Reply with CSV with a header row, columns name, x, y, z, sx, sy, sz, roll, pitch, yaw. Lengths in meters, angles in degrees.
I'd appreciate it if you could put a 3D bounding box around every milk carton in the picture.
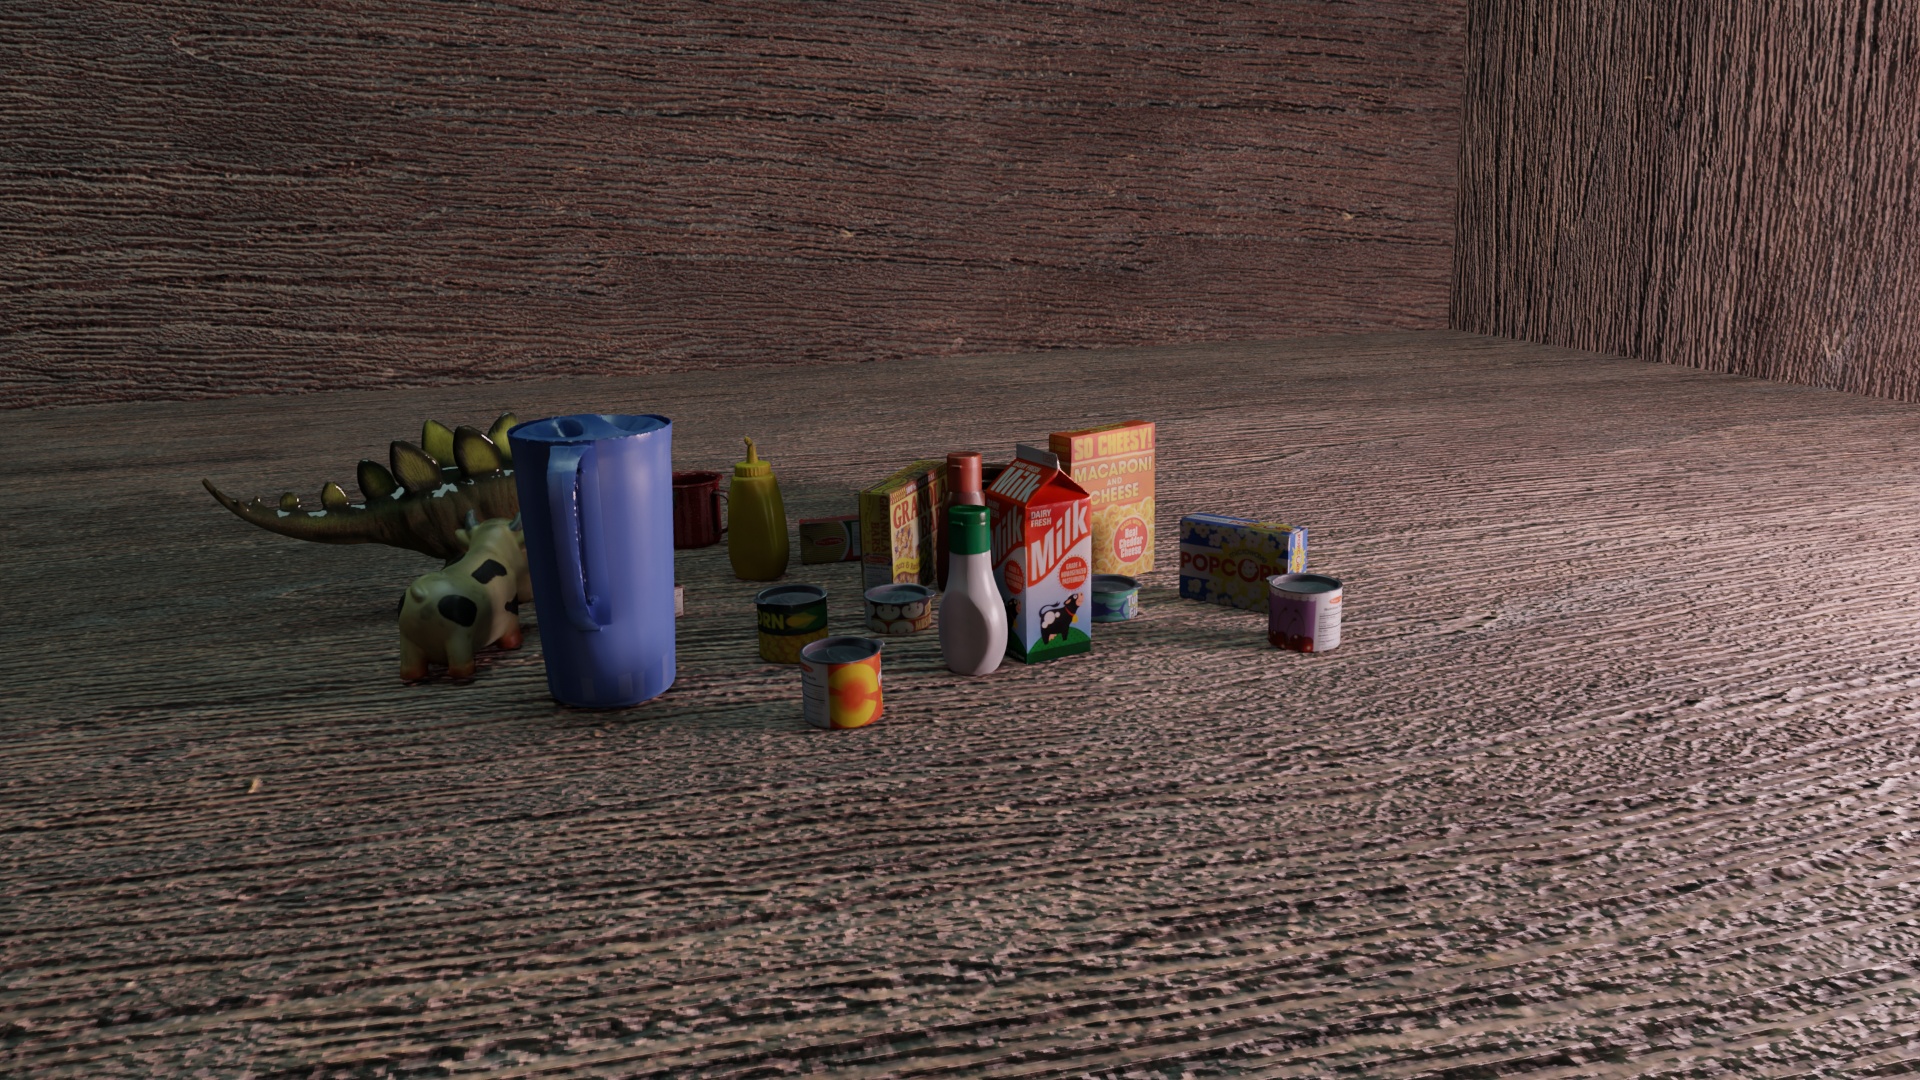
name,x,y,z,sx,sy,sz,roll,pitch,yaw
milk carton,0.071,0.009,1.268,0.074,0.190,0.072,-9,16,-29

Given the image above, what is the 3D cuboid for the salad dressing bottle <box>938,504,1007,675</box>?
name,x,y,z,sx,sy,sz,roll,pitch,yaw
salad dressing bottle,0.010,0.043,1.228,0.064,0.147,0.044,8,17,35

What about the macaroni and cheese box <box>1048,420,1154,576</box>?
name,x,y,z,sx,sy,sz,roll,pitch,yaw
macaroni and cheese box,0.152,-0.040,1.498,0.124,0.166,0.040,-12,17,-35

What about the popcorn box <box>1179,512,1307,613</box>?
name,x,y,z,sx,sy,sz,roll,pitch,yaw
popcorn box,0.283,0.023,1.403,0.127,0.085,0.038,10,18,38

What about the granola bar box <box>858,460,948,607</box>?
name,x,y,z,sx,sy,sz,roll,pitch,yaw
granola bar box,-0.058,-0.009,1.487,0.039,0.123,0.166,3,15,19

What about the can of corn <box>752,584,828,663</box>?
name,x,y,z,sx,sy,sz,roll,pitch,yaw
can of corn,-0.158,0.078,1.291,0.071,0.058,0.071,-1,14,0

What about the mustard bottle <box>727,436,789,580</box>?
name,x,y,z,sx,sy,sz,roll,pitch,yaw
mustard bottle,-0.226,-0.037,1.540,0.065,0.159,0.049,2,14,15

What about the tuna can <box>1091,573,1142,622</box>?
name,x,y,z,sx,sy,sz,roll,pitch,yaw
tuna can,0.147,0.057,1.388,0.071,0.032,0.071,-1,14,0

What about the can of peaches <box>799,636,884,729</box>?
name,x,y,z,sx,sy,sz,roll,pitch,yaw
can of peaches,-0.095,0.115,1.137,0.071,0.058,0.071,-1,14,0

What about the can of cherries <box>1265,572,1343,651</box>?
name,x,y,z,sx,sy,sz,roll,pitch,yaw
can of cherries,0.317,0.066,1.286,0.071,0.058,0.071,-1,14,0

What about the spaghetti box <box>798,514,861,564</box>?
name,x,y,z,sx,sy,sz,roll,pitch,yaw
spaghetti box,-0.064,-0.008,1.631,0.250,0.050,0.029,-5,14,-12

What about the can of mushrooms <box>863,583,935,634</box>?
name,x,y,z,sx,sy,sz,roll,pitch,yaw
can of mushrooms,-0.060,0.067,1.371,0.071,0.033,0.071,-1,14,0

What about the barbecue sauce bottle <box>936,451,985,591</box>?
name,x,y,z,sx,sy,sz,roll,pitch,yaw
barbecue sauce bottle,0.005,-0.018,1.466,0.065,0.148,0.044,5,16,26
